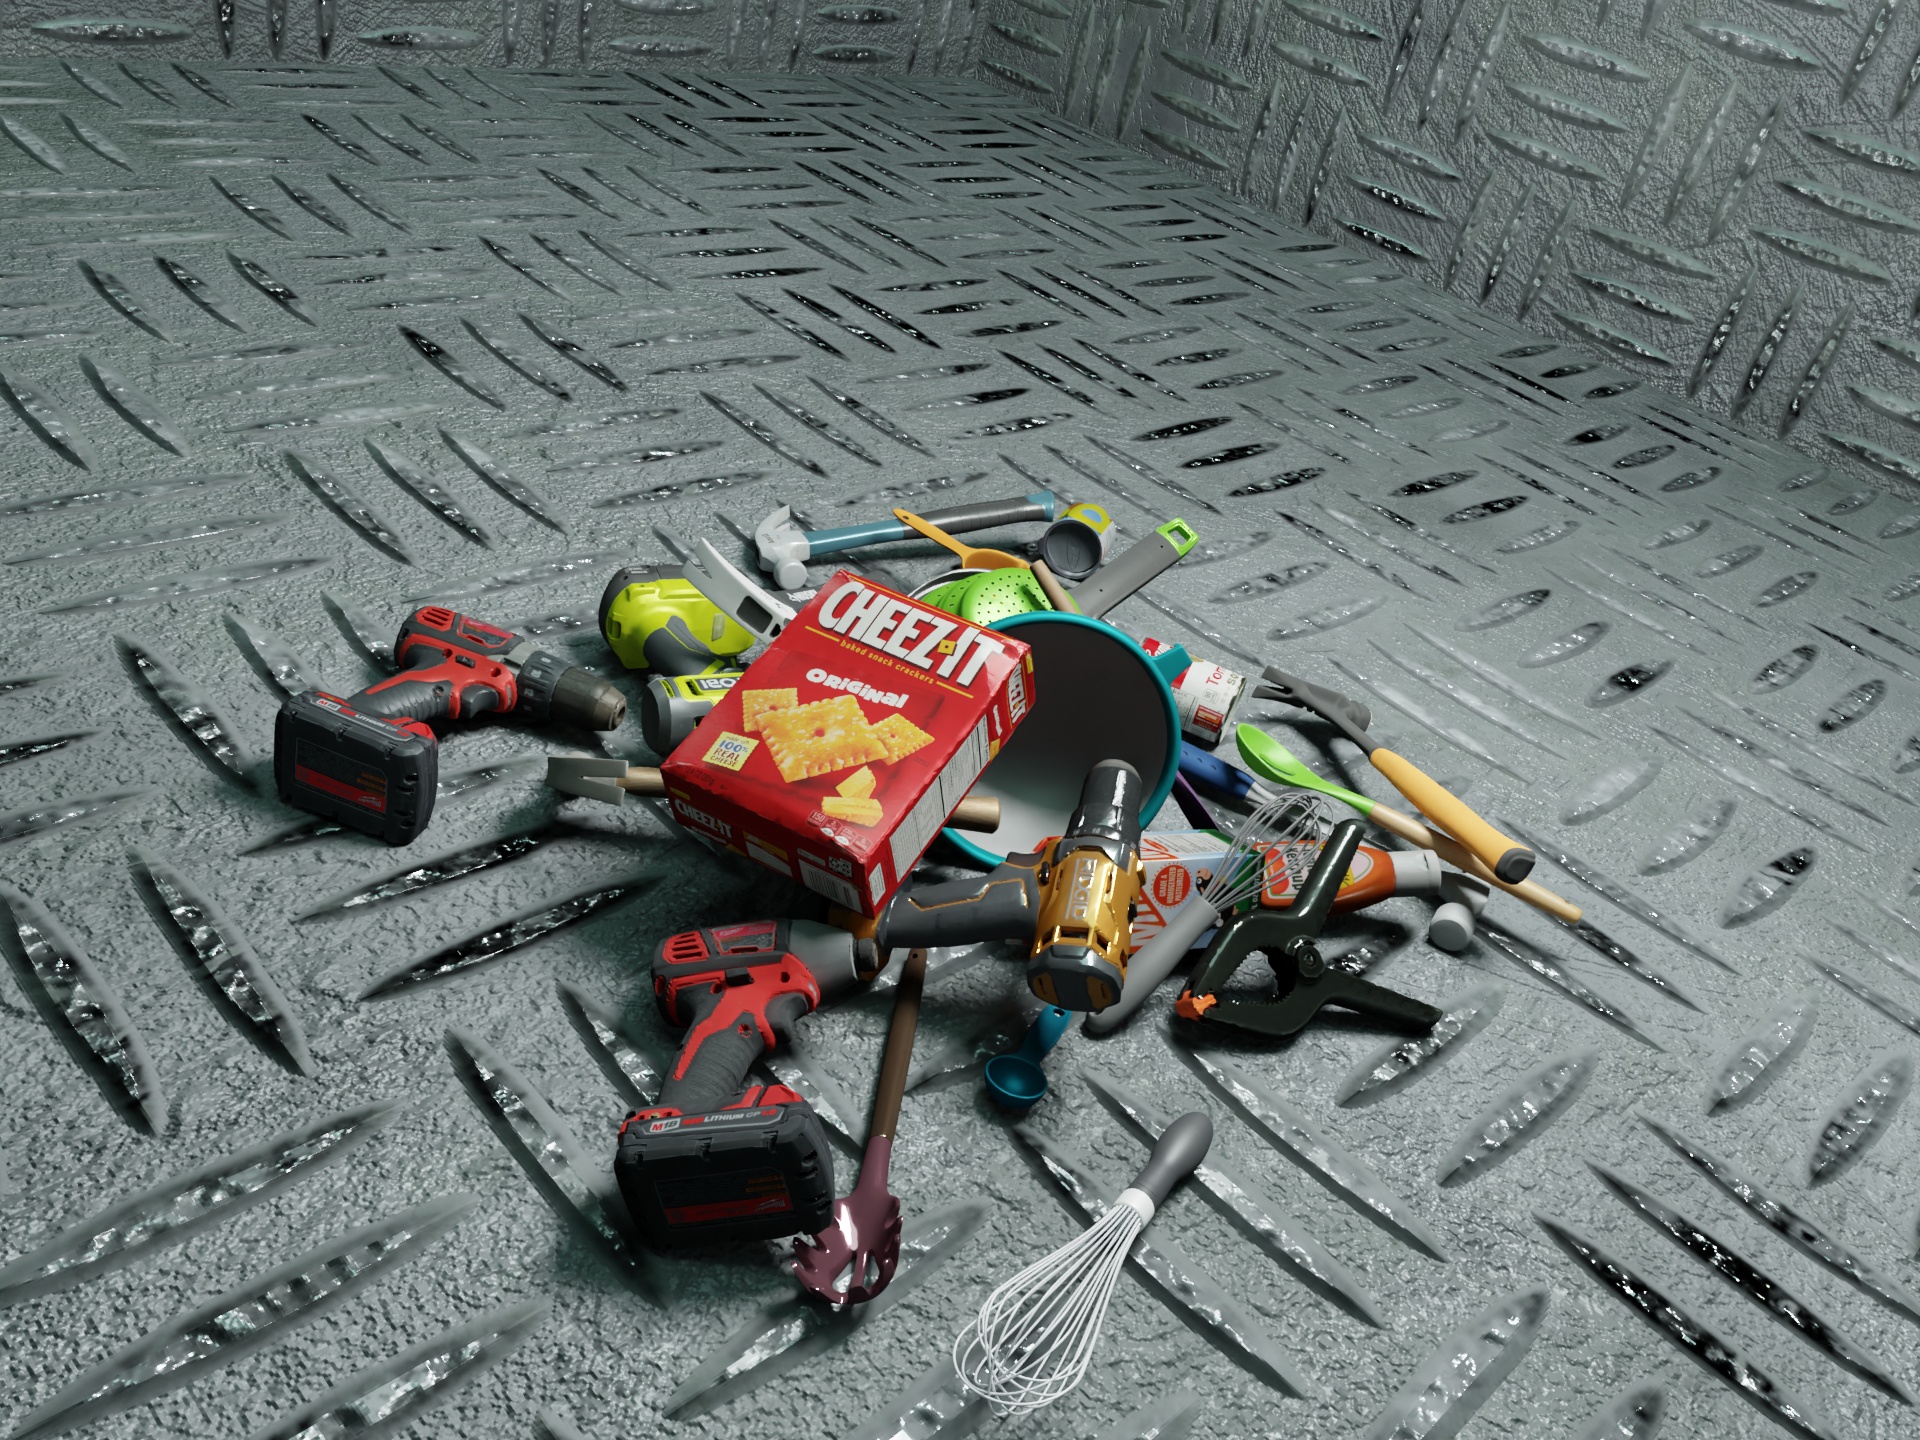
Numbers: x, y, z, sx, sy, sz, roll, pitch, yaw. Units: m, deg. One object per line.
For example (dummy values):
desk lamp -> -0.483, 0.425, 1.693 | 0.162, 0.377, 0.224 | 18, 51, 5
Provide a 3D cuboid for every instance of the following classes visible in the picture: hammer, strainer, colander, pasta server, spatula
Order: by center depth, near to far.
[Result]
pasta server -> -0.047, 0.238, 0.987 | 0.060, 0.040, 0.316 | -5, 30, 10
hammer -> -0.134, 0.054, 1.160 | 0.331, 0.031, 0.130 | 6, -1, -8
strainer -> -0.002, -0.004, 1.237 | 0.340, 0.211, 0.095 | 11, 16, -6
spatula -> 0.144, 0.003, 1.280 | 0.018, 0.059, 0.316 | -30, 80, -10
hammer -> 0.376, 0.044, 1.370 | 0.127, 0.034, 0.337 | 19, 17, -25
hammer -> 0.263, 0.064, 1.377 | 0.406, 0.035, 0.144 | 26, 34, 17
hammer -> -0.123, -0.108, 1.382 | 0.146, 0.035, 0.335 | 36, 15, 7
colander -> 0.096, -0.101, 1.387 | 0.204, 0.094, 0.397 | 47, 56, 10
hammer -> -0.049, -0.193, 1.601 | 0.331, 0.033, 0.128 | -12, 34, -23

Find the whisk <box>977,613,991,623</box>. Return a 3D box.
whisk -> -0.056, -0.034, 1.380 | 0.073, 0.073, 0.296 | 34, 43, 27

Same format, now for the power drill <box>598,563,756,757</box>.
power drill -> -0.195, -0.047, 1.300 | 0.171, 0.080, 0.223 | -5, 32, -28

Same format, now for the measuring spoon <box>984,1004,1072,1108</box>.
measuring spoon -> 0.049, 0.225, 1.070 | 0.042, 0.021, 0.128 | 23, 24, 14

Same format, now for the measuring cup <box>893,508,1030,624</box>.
measuring cup -> -0.002, -0.142, 1.544 | 0.174, 0.052, 0.095 | 34, 37, 10

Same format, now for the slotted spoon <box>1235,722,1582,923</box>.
slotted spoon -> 0.365, 0.088, 1.324 | 0.314, 0.031, 0.070 | 29, 21, 17

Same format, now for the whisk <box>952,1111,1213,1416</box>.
whisk -> 0.087, 0.305, 0.928 | 0.070, 0.070, 0.284 | 29, 31, 21

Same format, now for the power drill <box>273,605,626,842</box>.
power drill -> -0.375, -0.001, 1.187 | 0.188, 0.080, 0.227 | 20, 30, 7

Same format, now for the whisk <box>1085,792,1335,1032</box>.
whisk -> 0.176, 0.135, 1.126 | 0.239, 0.055, 0.055 | -43, 56, -11

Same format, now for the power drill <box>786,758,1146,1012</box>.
power drill -> 0.014, 0.100, 1.084 | 0.226, 0.084, 0.185 | 2, 50, 18

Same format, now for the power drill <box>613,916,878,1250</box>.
power drill -> -0.123, 0.200, 0.950 | 0.143, 0.078, 0.220 | -8, 31, 4
